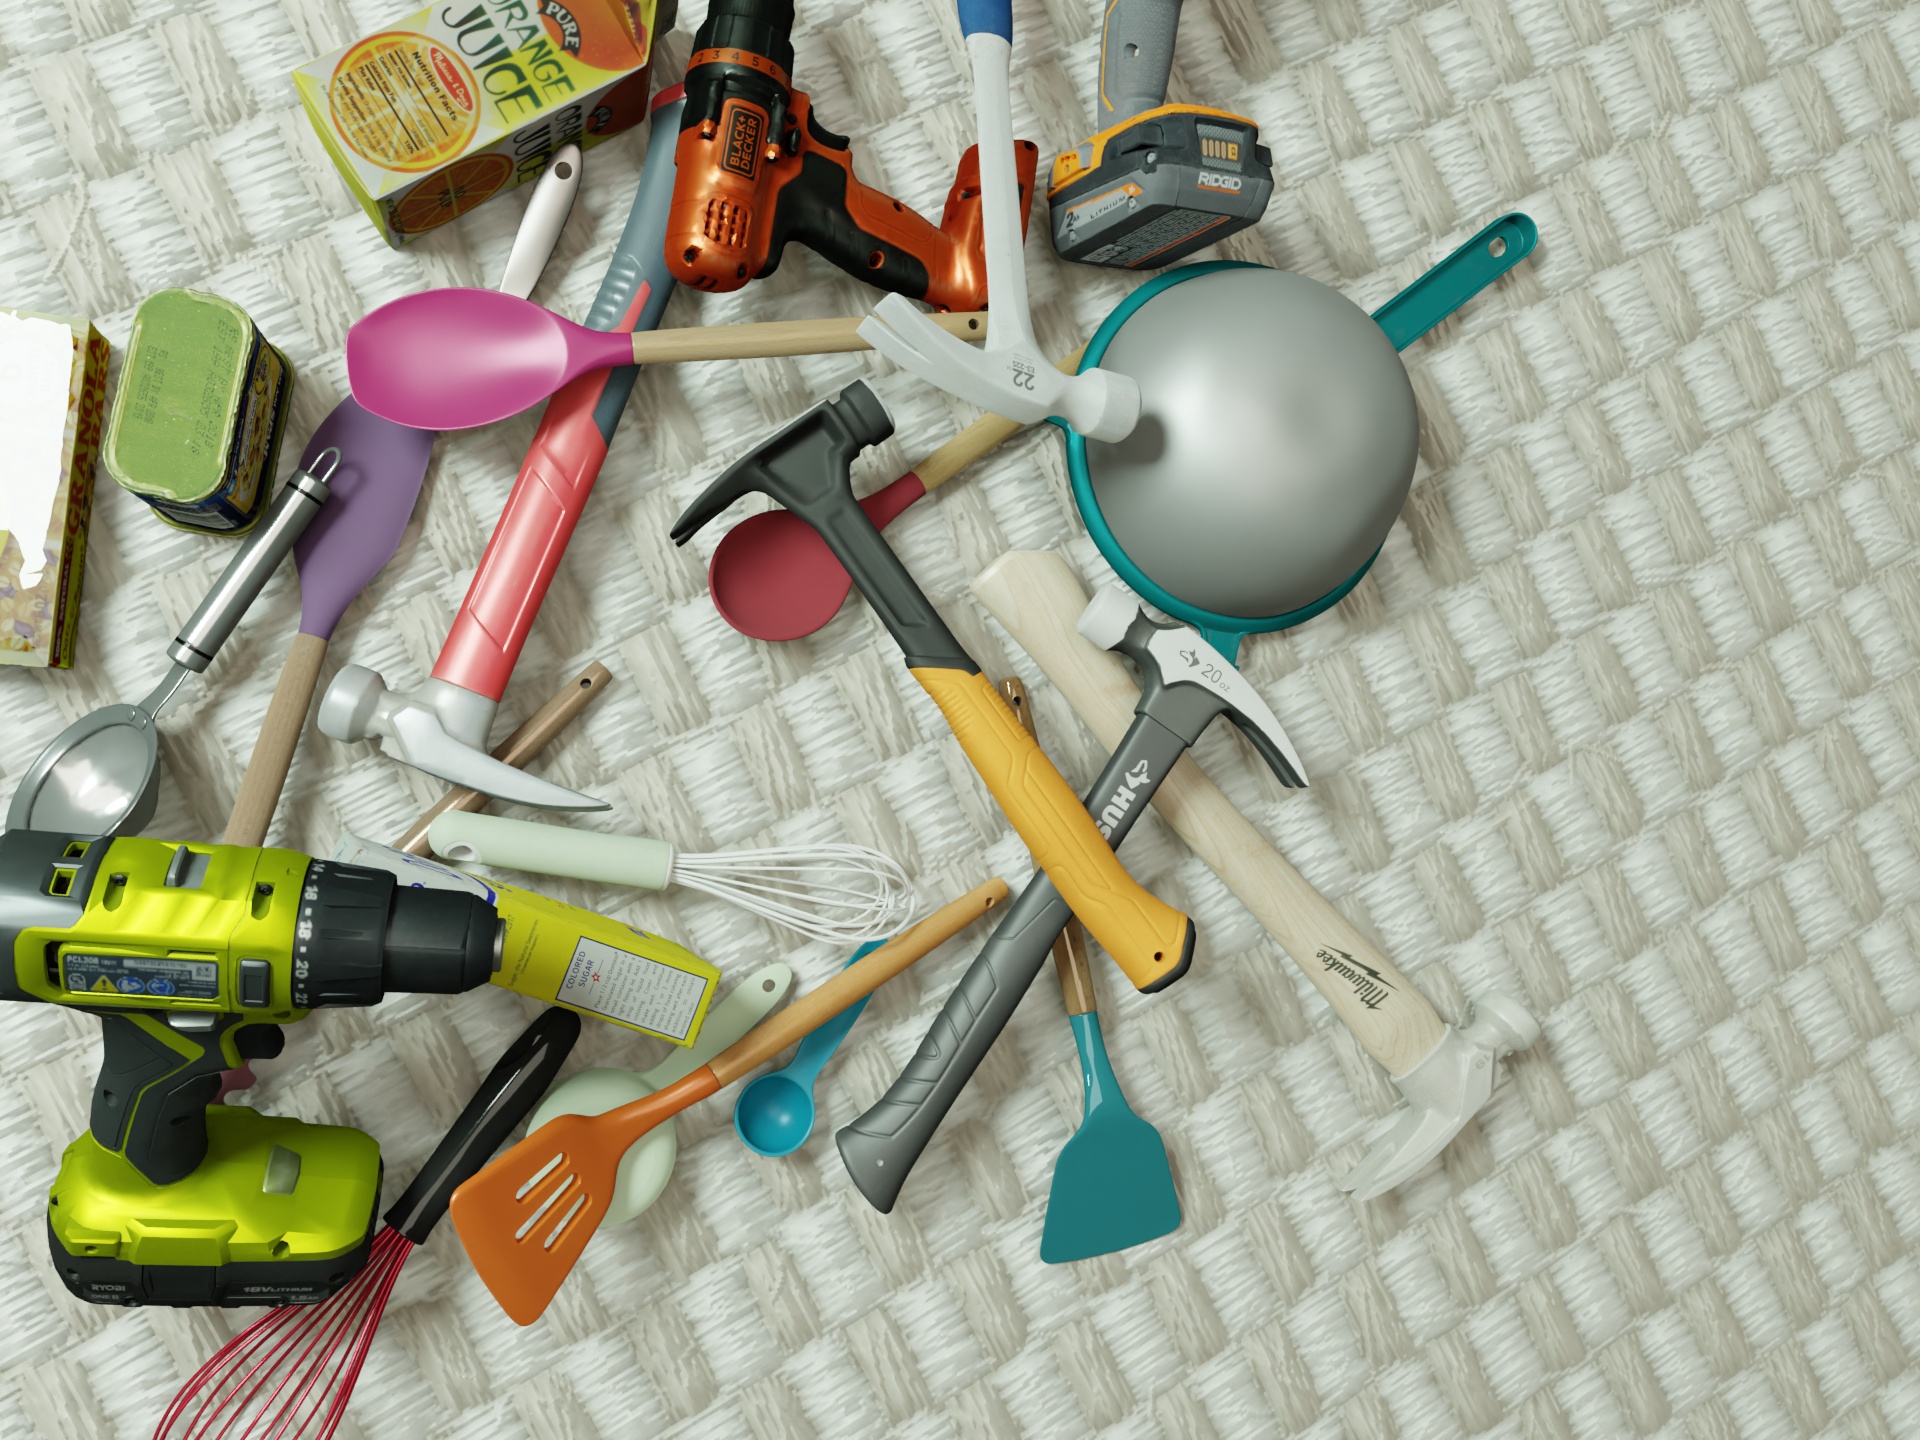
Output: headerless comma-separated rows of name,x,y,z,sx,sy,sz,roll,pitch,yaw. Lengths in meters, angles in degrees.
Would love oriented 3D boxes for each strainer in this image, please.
strainer,-0.368,-0.023,0.755,0.087,0.050,0.258,26,80,35
strainer,0.219,-0.193,0.873,0.340,0.095,0.211,-38,100,-14

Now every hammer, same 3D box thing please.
hammer,0.144,0.076,0.878,0.146,0.038,0.410,-43,96,-10
hammer,-0.176,-0.147,0.803,0.143,0.038,0.386,21,79,-6
hammer,0.045,0.105,0.822,0.146,0.035,0.335,35,83,-5
hammer,0.011,-0.338,0.811,0.144,0.035,0.406,8,68,-31
hammer,-0.001,-0.003,0.792,0.127,0.034,0.337,-36,87,-6

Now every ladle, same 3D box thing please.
ladle,-0.004,-0.145,0.861,0.315,0.031,0.069,-37,93,-14

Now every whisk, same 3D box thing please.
whisk,-0.140,0.074,0.800,0.246,0.057,0.059,10,49,-16
whisk,-0.279,0.260,0.759,0.073,0.073,0.296,39,74,-8

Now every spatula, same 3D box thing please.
spatula,-0.324,-0.017,0.771,0.059,0.018,0.316,14,77,-6
spatula,-0.098,0.166,0.786,0.322,0.041,0.081,-31,115,-24
spatula,0.056,0.133,0.862,0.082,0.044,0.317,-10,85,-13

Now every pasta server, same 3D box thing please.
pasta server,-0.290,0.084,0.783,0.060,0.040,0.316,46,75,-7

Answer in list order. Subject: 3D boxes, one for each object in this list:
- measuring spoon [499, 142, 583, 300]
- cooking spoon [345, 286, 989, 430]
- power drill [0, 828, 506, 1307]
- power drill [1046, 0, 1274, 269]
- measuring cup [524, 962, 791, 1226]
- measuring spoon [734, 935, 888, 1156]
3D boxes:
measuring spoon,-0.219,-0.234,0.805,0.034,0.018,0.124,23,97,-14
cooking spoon,-0.136,-0.185,0.787,0.319,0.017,0.069,-7,88,-11
power drill,-0.297,0.146,0.667,0.190,0.080,0.228,6,125,-15
power drill,0.108,-0.368,0.829,0.084,0.164,0.226,-1,89,-27
measuring cup,-0.147,0.184,0.802,0.167,0.038,0.083,-43,97,-10
measuring spoon,-0.075,0.168,0.835,0.042,0.021,0.129,36,71,-9
